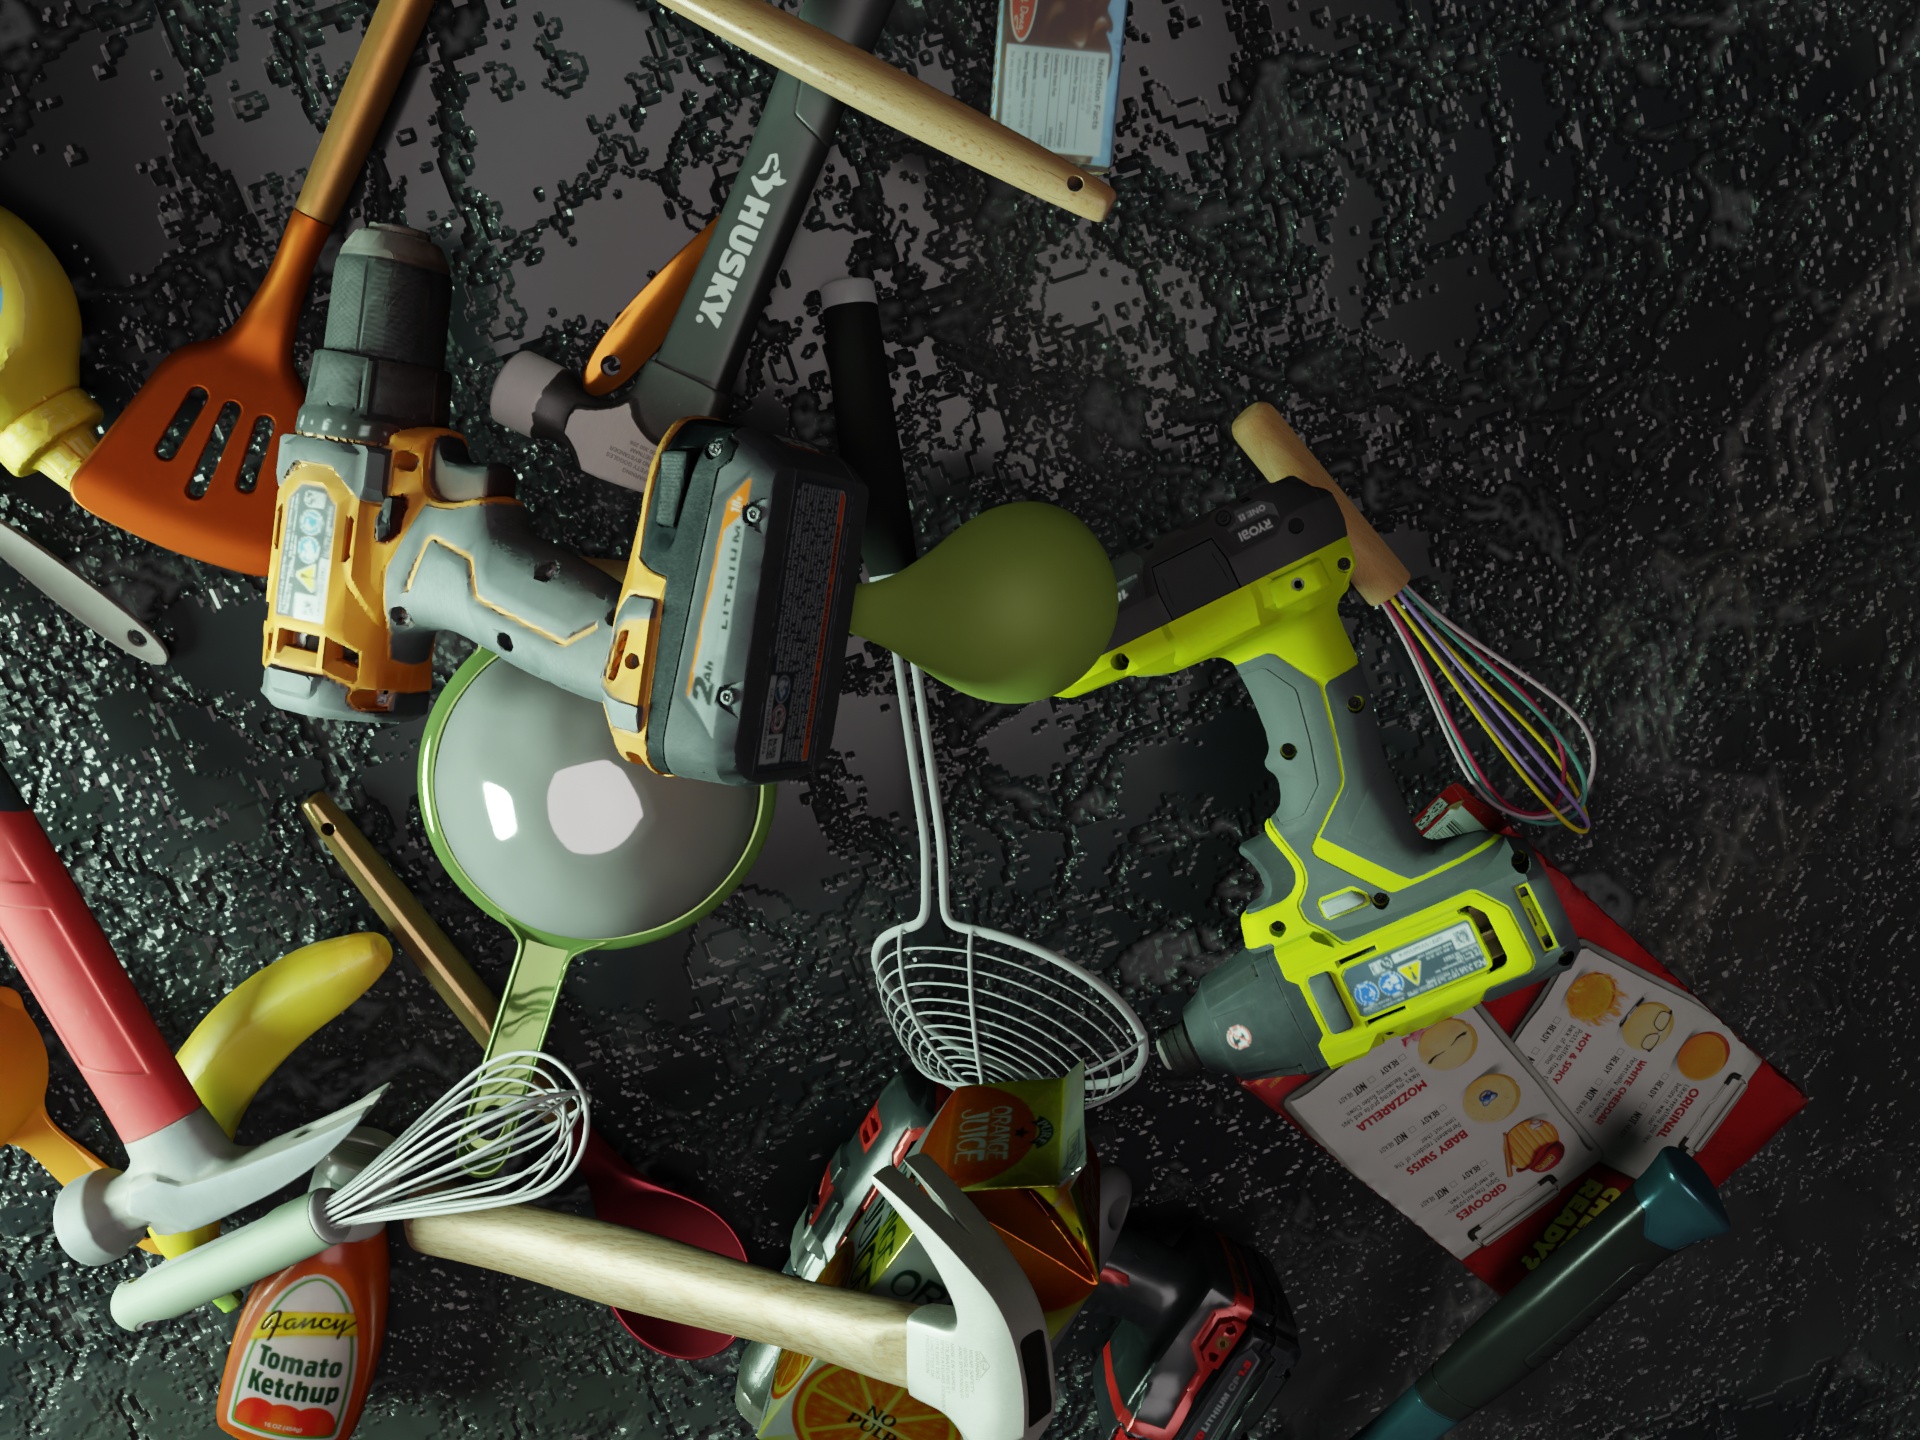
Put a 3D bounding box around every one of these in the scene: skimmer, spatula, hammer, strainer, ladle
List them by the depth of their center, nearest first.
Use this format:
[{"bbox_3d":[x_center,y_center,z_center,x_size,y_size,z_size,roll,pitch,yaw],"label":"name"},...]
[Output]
[{"bbox_3d":[-0.087,-0.256,0.568,0.317,0.044,0.082,28,93,4],"label":"spatula"},{"bbox_3d":[-0.235,-0.212,0.603,0.081,0.041,0.322,24,101,-24],"label":"spatula"},{"bbox_3d":[-0.051,-0.237,0.604,0.146,0.035,0.335,25,98,5],"label":"hammer"},{"bbox_3d":[-0.098,-0.055,0.623,0.320,0.062,0.078,7,118,15],"label":"ladle"},{"bbox_3d":[-0.379,0.027,0.631,0.143,0.038,0.386,-25,99,6],"label":"hammer"},{"bbox_3d":[-0.109,0.224,0.639,0.331,0.031,0.130,1,92,34],"label":"hammer"},{"bbox_3d":[-0.168,0.080,0.661,0.151,0.069,0.256,18,96,-11],"label":"strainer"},{"bbox_3d":[-0.001,-0.002,0.679,0.127,0.090,0.363,-5,96,38],"label":"skimmer"},{"bbox_3d":[-0.195,0.161,0.716,0.069,0.031,0.315,-33,104,1],"label":"ladle"},{"bbox_3d":[0.234,0.309,0.741,0.128,0.033,0.331,27,121,-9],"label":"hammer"}]

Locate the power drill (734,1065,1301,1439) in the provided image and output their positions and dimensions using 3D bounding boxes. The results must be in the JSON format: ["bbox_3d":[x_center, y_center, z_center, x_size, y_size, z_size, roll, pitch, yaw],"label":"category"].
[{"bbox_3d":[0.021,0.285,0.747,0.226,0.080,0.188,28,101,-9],"label":"power drill"}]

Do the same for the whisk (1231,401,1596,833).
[{"bbox_3d":[0.201,-0.042,0.696,0.245,0.051,0.047,48,61,-11],"label":"whisk"}]

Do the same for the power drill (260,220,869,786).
[{"bbox_3d":[-0.150,-0.078,0.572,0.226,0.084,0.185,11,96,22],"label":"power drill"}]

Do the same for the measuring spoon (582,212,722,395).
[{"bbox_3d":[-0.112,-0.175,0.642,0.021,0.011,0.117,44,101,0],"label":"measuring spoon"}]

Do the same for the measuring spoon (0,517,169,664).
[{"bbox_3d":[-0.371,-0.068,0.644,0.034,0.018,0.124,-33,114,30],"label":"measuring spoon"}]

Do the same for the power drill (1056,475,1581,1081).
[{"bbox_3d":[0.123,0.030,0.648,0.171,0.080,0.223,-26,90,14],"label":"power drill"}]

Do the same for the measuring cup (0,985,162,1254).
[{"bbox_3d":[-0.417,0.186,0.686,0.095,0.052,0.173,-42,103,6],"label":"measuring cup"}]

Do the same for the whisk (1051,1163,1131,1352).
[{"bbox_3d":[0.017,0.298,0.691,0.055,0.055,0.239,25,96,-12],"label":"whisk"}]

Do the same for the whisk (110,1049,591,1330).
[{"bbox_3d":[-0.259,0.204,0.668,0.246,0.057,0.059,-26,78,12],"label":"whisk"}]
